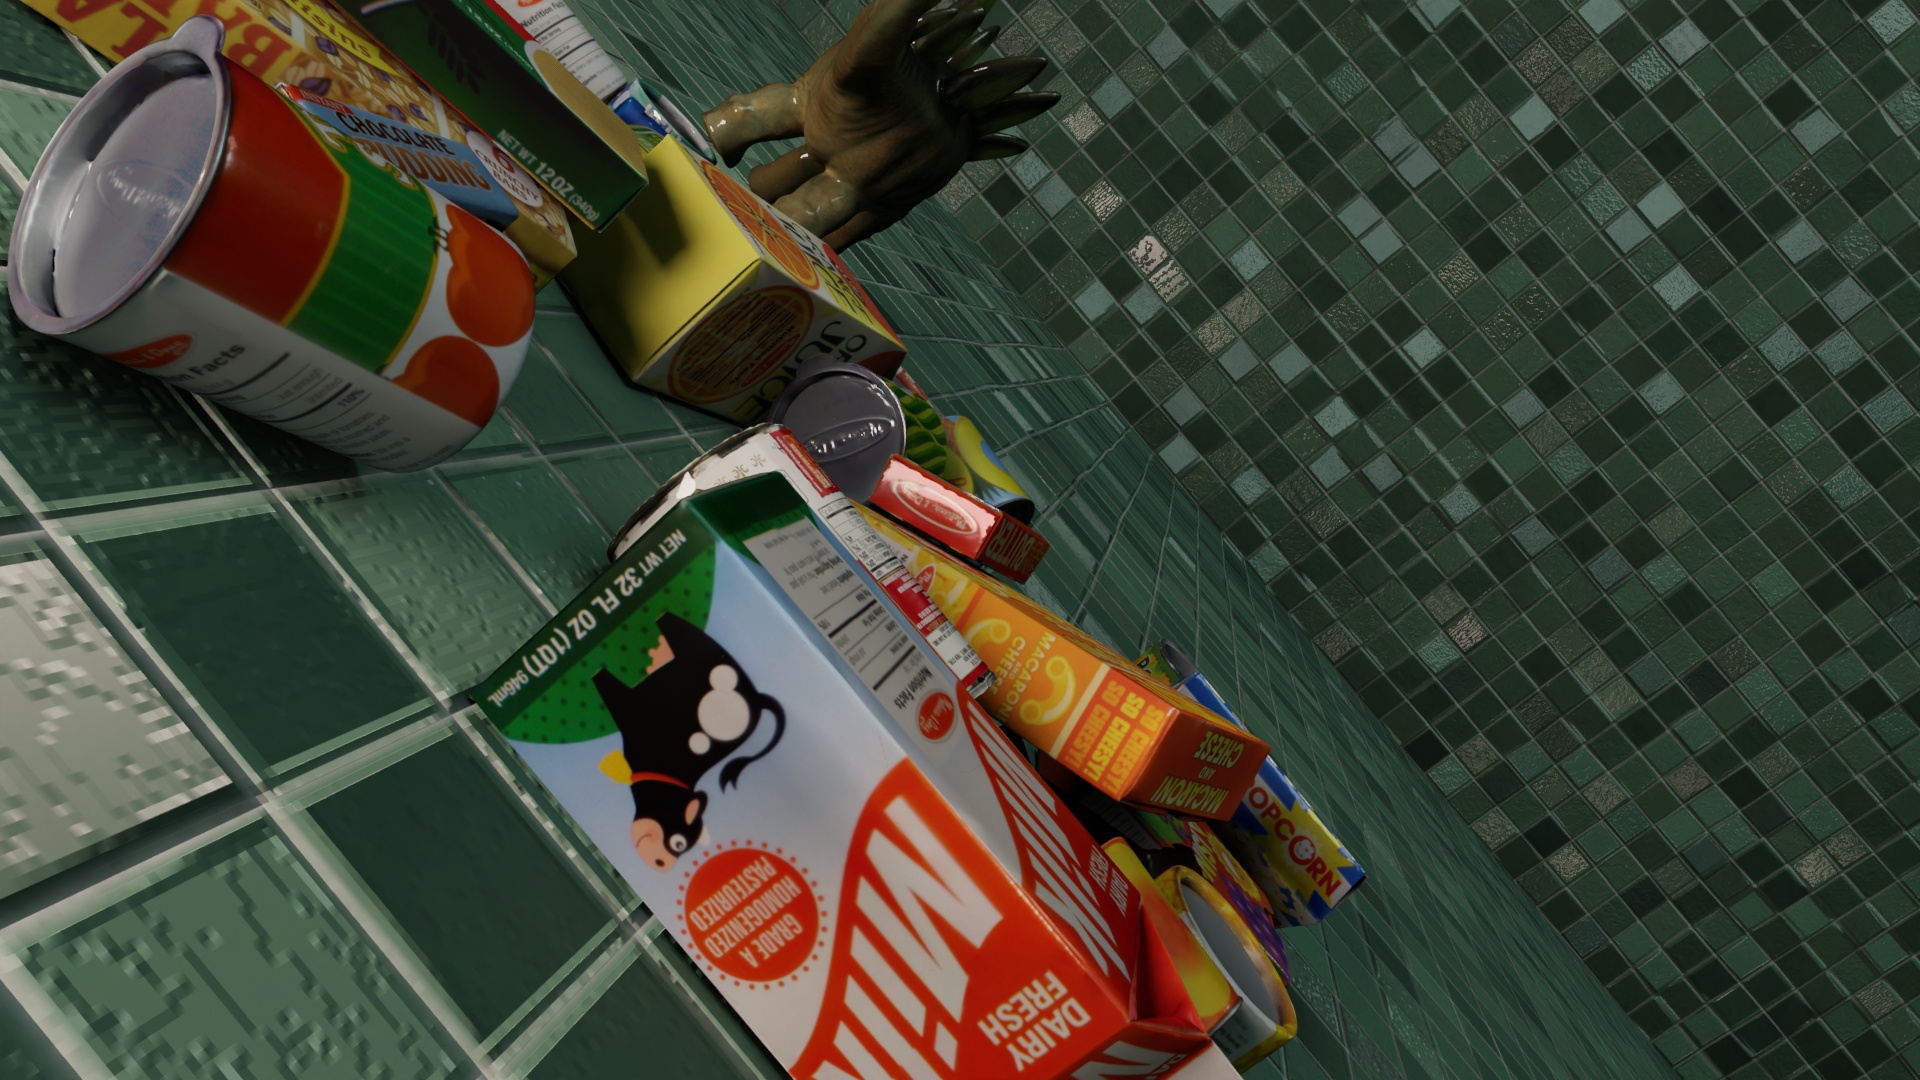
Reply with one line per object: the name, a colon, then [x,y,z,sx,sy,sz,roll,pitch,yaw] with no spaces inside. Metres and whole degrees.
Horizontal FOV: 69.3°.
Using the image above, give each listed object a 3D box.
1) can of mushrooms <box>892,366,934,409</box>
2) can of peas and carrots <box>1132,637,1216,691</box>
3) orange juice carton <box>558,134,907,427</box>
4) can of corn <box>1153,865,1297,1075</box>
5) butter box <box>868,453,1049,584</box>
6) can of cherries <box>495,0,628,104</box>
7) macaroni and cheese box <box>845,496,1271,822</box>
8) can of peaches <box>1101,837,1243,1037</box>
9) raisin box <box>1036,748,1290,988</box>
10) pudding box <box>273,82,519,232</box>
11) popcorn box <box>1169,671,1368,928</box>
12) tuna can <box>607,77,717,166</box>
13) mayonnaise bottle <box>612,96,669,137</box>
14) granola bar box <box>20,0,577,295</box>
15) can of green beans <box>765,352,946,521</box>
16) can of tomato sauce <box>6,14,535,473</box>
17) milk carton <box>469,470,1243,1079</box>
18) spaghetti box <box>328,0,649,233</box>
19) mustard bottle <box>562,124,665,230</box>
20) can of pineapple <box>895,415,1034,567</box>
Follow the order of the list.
can of mushrooms: [-0.045,-0.082,0.815,0.071,0.033,0.071,47,12,-13]
can of peas and carrots: [0.109,0.096,0.767,0.071,0.058,0.071,46,13,-13]
orange juice carton: [-0.088,-0.100,0.624,0.072,0.073,0.192,53,12,17]
can of corn: [0.070,0.151,0.464,0.071,0.058,0.071,47,13,-14]
butter box: [0.002,-0.007,0.595,0.053,0.024,0.103,30,1,16]
can of cherries: [-0.184,-0.193,0.581,0.058,0.071,0.072,50,11,-21]
macaroni and cheese box: [0.026,0.047,0.535,0.167,0.040,0.123,32,2,30]
can of peaches: [0.037,0.129,0.401,0.058,0.071,0.071,54,12,16]
raisin box: [0.087,0.139,0.608,0.123,0.040,0.086,49,11,-8]
pudding box: [-0.165,-0.090,0.377,0.030,0.049,0.084,52,12,4]
popcorn box: [0.128,0.131,0.686,0.127,0.038,0.085,51,-24,5]
tuna can: [-0.175,-0.232,0.803,0.071,0.033,0.071,47,12,-13]
mayonnaise bottle: [-0.133,-0.168,0.741,0.148,0.041,0.065,45,10,-25]
granola bar box: [-0.209,-0.159,0.453,0.165,0.039,0.125,37,18,-47]
can of green beans: [-0.045,-0.041,0.615,0.071,0.071,0.058,53,12,13]
can of tomato sauce: [-0.147,-0.061,0.308,0.083,0.071,0.071,33,21,-56]
milk carton: [-0.018,0.080,0.338,0.190,0.072,0.073,49,12,1]
spaghetti box: [-0.197,-0.193,0.428,0.249,0.028,0.050,41,14,-38]
mustard bottle: [-0.150,-0.152,0.616,0.065,0.048,0.161,47,12,-7]
can of pineapple: [-0.007,-0.020,0.689,0.058,0.071,0.071,54,13,19]
